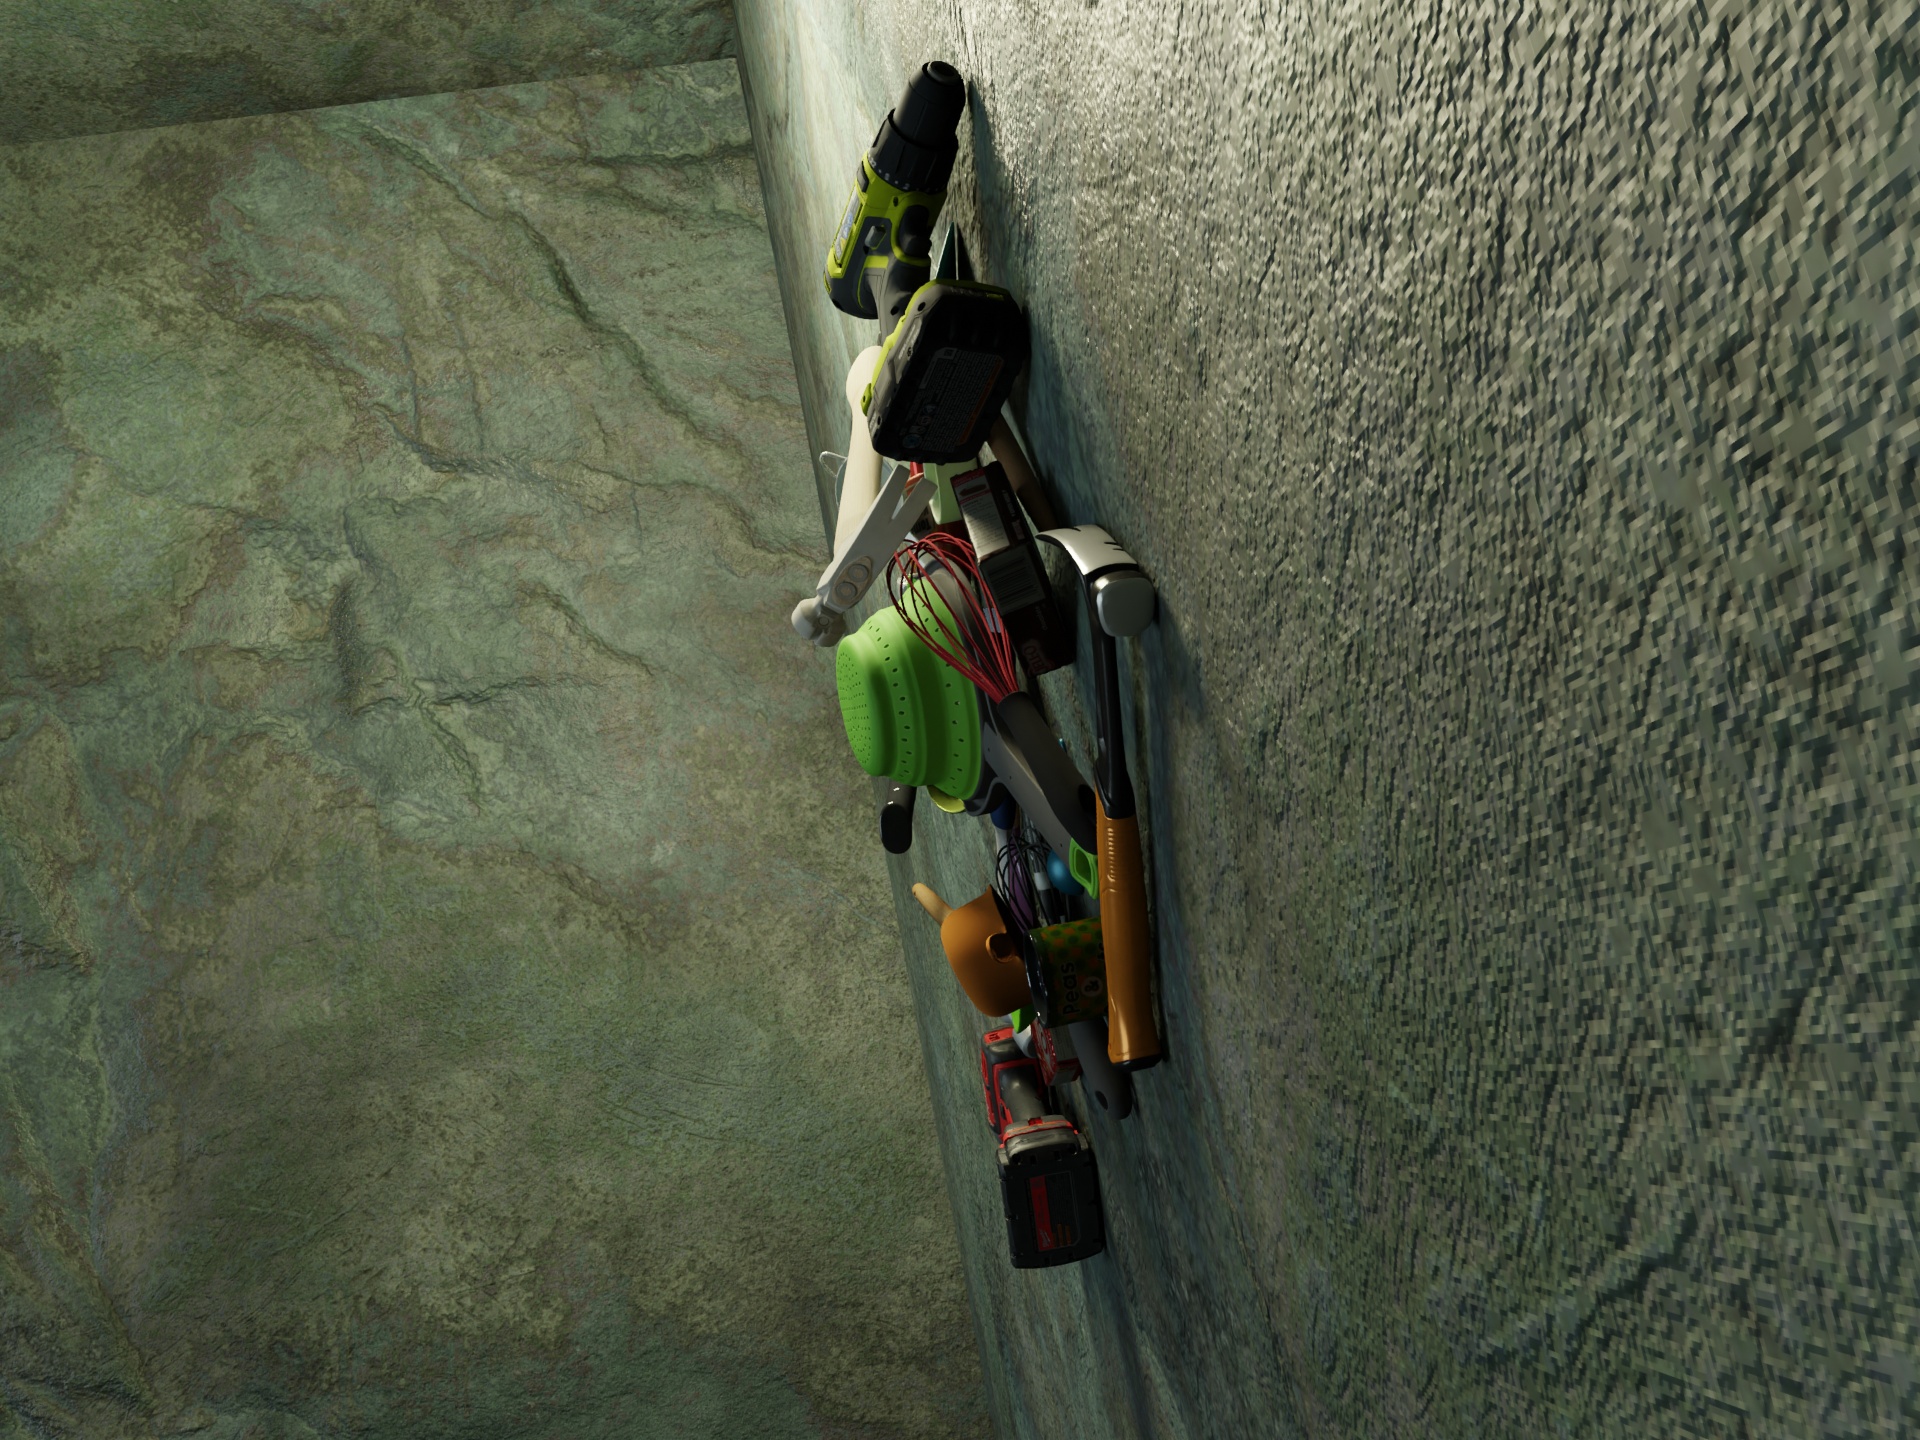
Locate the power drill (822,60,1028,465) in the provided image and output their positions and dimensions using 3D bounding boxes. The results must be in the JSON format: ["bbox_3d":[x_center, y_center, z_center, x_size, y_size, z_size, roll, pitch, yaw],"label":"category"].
[{"bbox_3d":[-0.026,-0.305,1.067,0.190,0.080,0.229,121,144,-47],"label":"power drill"}]

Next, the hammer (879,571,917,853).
[{"bbox_3d":[-0.050,0.004,1.582,0.409,0.036,0.149,-86,-10,-59],"label":"hammer"}]

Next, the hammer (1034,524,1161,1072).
[{"bbox_3d":[0.087,0.056,0.915,0.127,0.034,0.336,-116,18,-64],"label":"hammer"}]

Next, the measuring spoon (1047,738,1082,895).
[{"bbox_3d":[0.069,0.070,1.125,0.042,0.021,0.128,-112,13,-59],"label":"measuring spoon"}]

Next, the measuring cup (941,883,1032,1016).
[{"bbox_3d":[0.015,0.170,1.128,0.095,0.052,0.173,62,-174,9],"label":"measuring cup"}]

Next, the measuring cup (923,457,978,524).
[{"bbox_3d":[-0.014,-0.242,1.307,0.083,0.038,0.168,100,161,-70],"label":"measuring cup"}]

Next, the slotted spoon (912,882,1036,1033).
[{"bbox_3d":[0.010,0.187,1.350,0.314,0.031,0.070,-150,59,-69],"label":"slotted spoon"}]

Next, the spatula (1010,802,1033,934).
[{"bbox_3d":[0.042,0.068,1.357,0.060,0.018,0.315,-127,26,-57],"label":"spatula"}]

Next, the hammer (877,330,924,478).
[{"bbox_3d":[-0.031,-0.210,1.483,0.149,0.036,0.359,177,84,-83],"label":"hammer"}]

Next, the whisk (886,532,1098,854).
[{"bbox_3d":[0.027,-0.026,1.069,0.073,0.073,0.296,89,156,-52],"label":"whisk"}]

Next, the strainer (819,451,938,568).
[{"bbox_3d":[-0.035,-0.145,1.356,0.259,0.050,0.086,53,136,26],"label":"strainer"}]

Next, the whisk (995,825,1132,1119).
[{"bbox_3d":[0.077,0.177,1.144,0.055,0.055,0.239,89,164,-53],"label":"whisk"}]

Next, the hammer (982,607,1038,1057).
[{"bbox_3d":[0.031,0.090,1.321,0.144,0.035,0.405,48,148,50],"label":"hammer"}]

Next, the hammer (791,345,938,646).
[{"bbox_3d":[-0.070,-0.218,1.260,0.146,0.038,0.411,-53,20,28],"label":"hammer"}]

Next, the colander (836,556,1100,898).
[{"bbox_3d":[-0.011,0.019,1.164,0.398,0.094,0.204,-127,30,-55],"label":"colander"}]

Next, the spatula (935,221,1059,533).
[{"bbox_3d":[0.021,-0.231,1.105,0.082,0.044,0.318,89,164,-47],"label":"spatula"}]

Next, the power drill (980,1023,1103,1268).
[{"bbox_3d":[0.063,0.376,1.402,0.220,0.078,0.143,-113,15,-73],"label":"power drill"}]

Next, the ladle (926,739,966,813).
[{"bbox_3d":[-0.002,-0.004,1.379,0.320,0.062,0.078,89,160,-65],"label":"ladle"}]
